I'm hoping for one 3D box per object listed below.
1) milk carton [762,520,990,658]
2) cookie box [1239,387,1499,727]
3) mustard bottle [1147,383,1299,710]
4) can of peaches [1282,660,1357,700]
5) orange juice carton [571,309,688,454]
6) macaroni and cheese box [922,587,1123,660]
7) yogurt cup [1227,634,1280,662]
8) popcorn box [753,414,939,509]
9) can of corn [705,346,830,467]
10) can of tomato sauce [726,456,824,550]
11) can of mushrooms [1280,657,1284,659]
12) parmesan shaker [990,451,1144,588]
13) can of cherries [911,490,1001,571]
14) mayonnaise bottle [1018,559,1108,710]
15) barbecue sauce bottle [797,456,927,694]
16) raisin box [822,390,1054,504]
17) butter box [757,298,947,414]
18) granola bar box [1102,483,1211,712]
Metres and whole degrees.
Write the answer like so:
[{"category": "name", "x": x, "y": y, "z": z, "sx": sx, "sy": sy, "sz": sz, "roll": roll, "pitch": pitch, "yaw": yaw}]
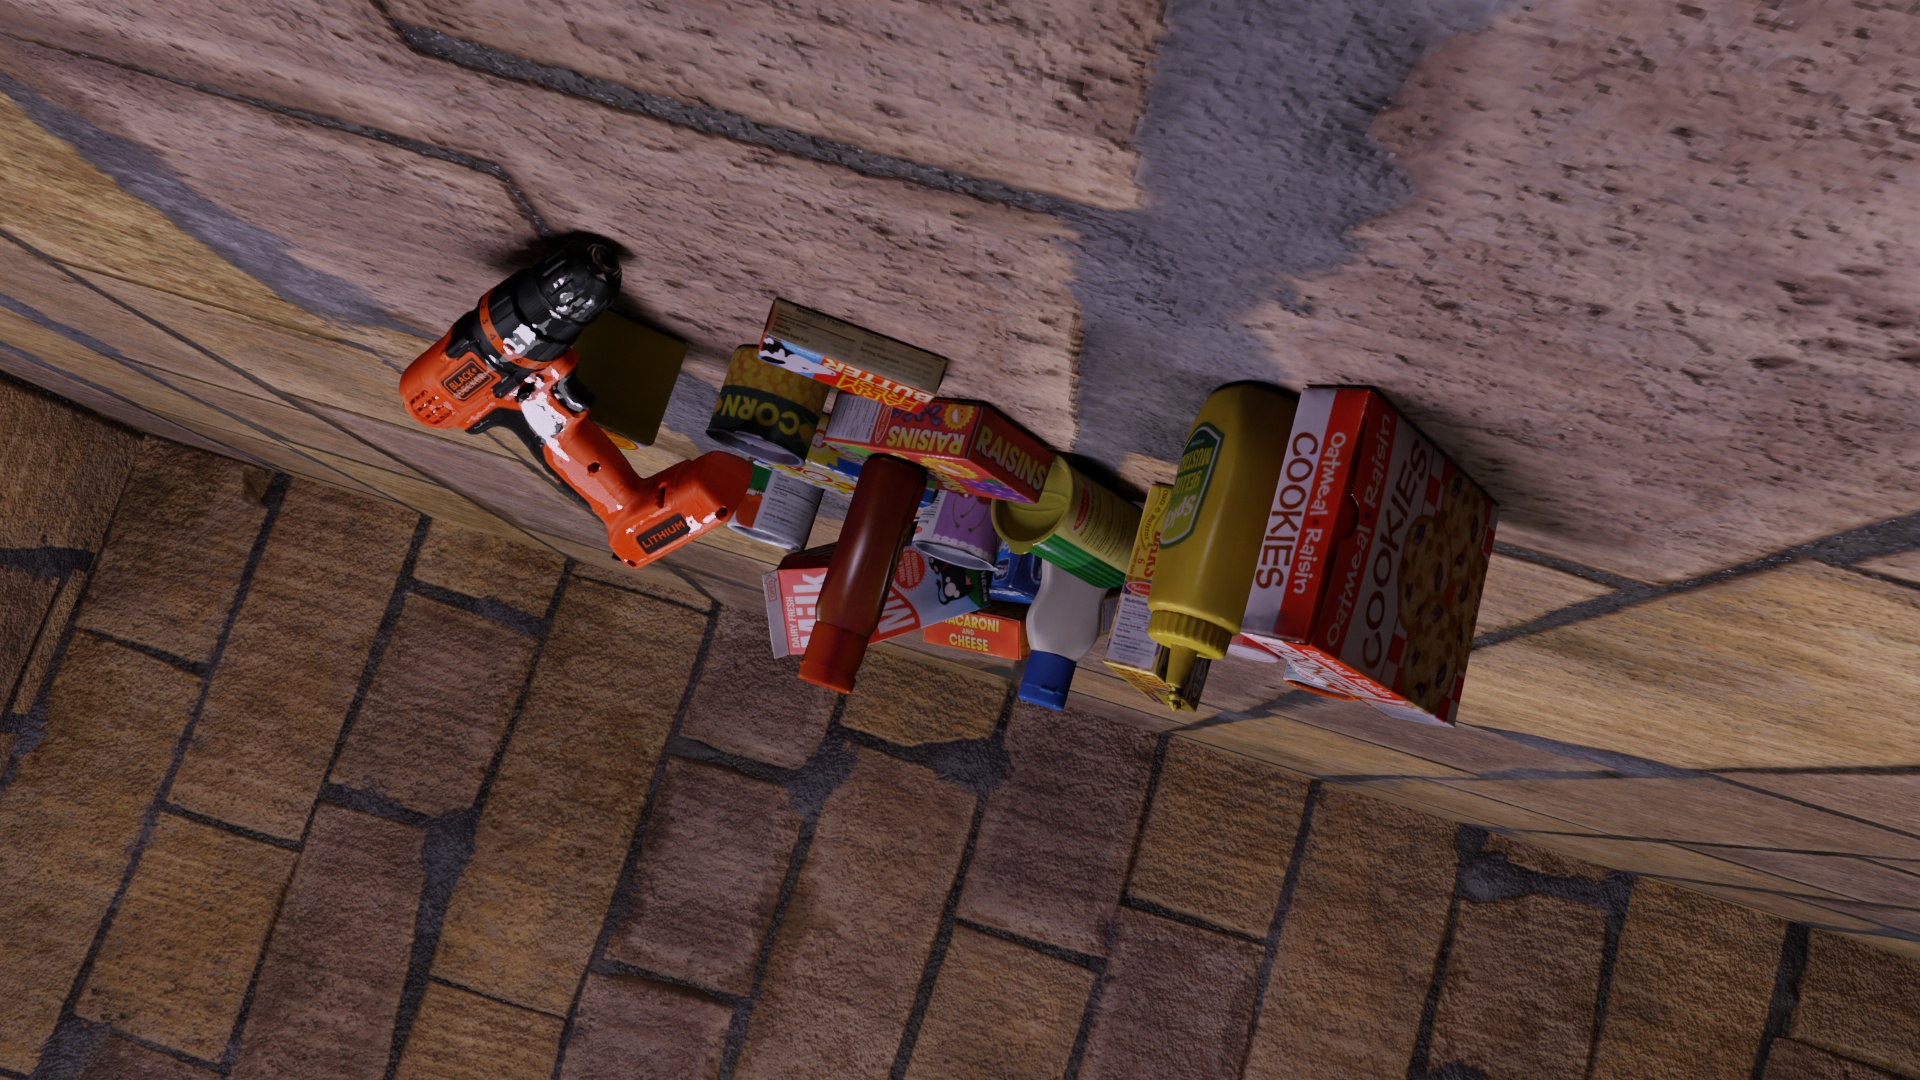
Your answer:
[{"category": "milk carton", "x": -0.073, "y": 0.037, "z": 1.123, "sx": 0.191, "sy": 0.072, "sz": 0.073, "roll": -16, "pitch": -164, "yaw": -35}, {"category": "cookie box", "x": 0.208, "y": 0.013, "z": 0.683, "sx": 0.040, "sy": 0.123, "sz": 0.167, "roll": 6, "pitch": 165, "yaw": 43}, {"category": "mustard bottle", "x": 0.123, "y": 0.005, "z": 0.675, "sx": 0.049, "sy": 0.160, "sz": 0.065, "roll": 20, "pitch": 168, "yaw": -12}, {"category": "can of peaches", "x": 0.319, "y": 0.103, "z": 1.202, "sx": 0.071, "sy": 0.058, "sz": 0.071, "roll": 17, "pitch": 170, "yaw": 3}, {"category": "orange juice carton", "x": -0.258, "y": -0.104, "z": 0.970, "sx": 0.072, "sy": 0.073, "sz": 0.192, "roll": 23, "pitch": 169, "yaw": -24}, {"category": "macaroni and cheese box", "x": 0.065, "y": 0.069, "z": 1.304, "sx": 0.123, "sy": 0.040, "sz": 0.167, "roll": 7, "pitch": -168, "yaw": 44}, {"category": "yogurt cup", "x": 0.242, "y": 0.067, "z": 1.145, "sx": 0.072, "sy": 0.054, "sz": 0.072, "roll": 16, "pitch": 169, "yaw": 3}, {"category": "popcorn box", "x": -0.084, "y": -0.059, "z": 1.034, "sx": 0.127, "sy": 0.038, "sz": 0.085, "roll": 20, "pitch": 170, "yaw": -16}, {"category": "can of corn", "x": -0.122, "y": -0.086, "z": 0.885, "sx": 0.071, "sy": 0.058, "sz": 0.071, "roll": 17, "pitch": 170, "yaw": 3}, {"category": "can of tomato sauce", "x": -0.142, "y": -0.041, "z": 1.102, "sx": 0.071, "sy": 0.083, "sz": 0.071, "roll": 17, "pitch": 170, "yaw": 3}, {"category": "can of mushrooms", "x": 0.268, "y": 0.083, "z": 1.252, "sx": 0.071, "sy": 0.033, "sz": 0.071, "roll": 17, "pitch": 170, "yaw": 3}, {"category": "parmesan shaker", "x": 0.076, "y": -0.009, "z": 0.940, "sx": 0.071, "sy": 0.071, "sz": 0.103, "roll": 8, "pitch": 167, "yaw": 41}, {"category": "can of cherries", "x": 0.004, "y": -0.014, "z": 1.082, "sx": 0.071, "sy": 0.058, "sz": 0.071, "roll": 16, "pitch": 169, "yaw": 3}, {"category": "mayonnaise bottle", "x": 0.081, "y": 0.053, "z": 1.056, "sx": 0.065, "sy": 0.148, "sz": 0.041, "roll": 17, "pitch": 170, "yaw": -2}, {"category": "barbecue sauce bottle", "x": -0.064, "y": 0.023, "z": 0.892, "sx": 0.044, "sy": 0.149, "sz": 0.064, "roll": 19, "pitch": 170, "yaw": -6}, {"category": "raisin box", "x": -0.014, "y": -0.061, "z": 0.902, "sx": 0.123, "sy": 0.040, "sz": 0.086, "roll": 11, "pitch": 168, "yaw": 39}, {"category": "butter box", "x": -0.062, "y": -0.103, "z": 0.789, "sx": 0.103, "sy": 0.024, "sz": 0.053, "roll": 19, "pitch": 169, "yaw": -10}, {"category": "granola bar box", "x": 0.150, "y": 0.045, "z": 0.962, "sx": 0.039, "sy": 0.124, "sz": 0.165, "roll": 13, "pitch": 169, "yaw": 21}]
